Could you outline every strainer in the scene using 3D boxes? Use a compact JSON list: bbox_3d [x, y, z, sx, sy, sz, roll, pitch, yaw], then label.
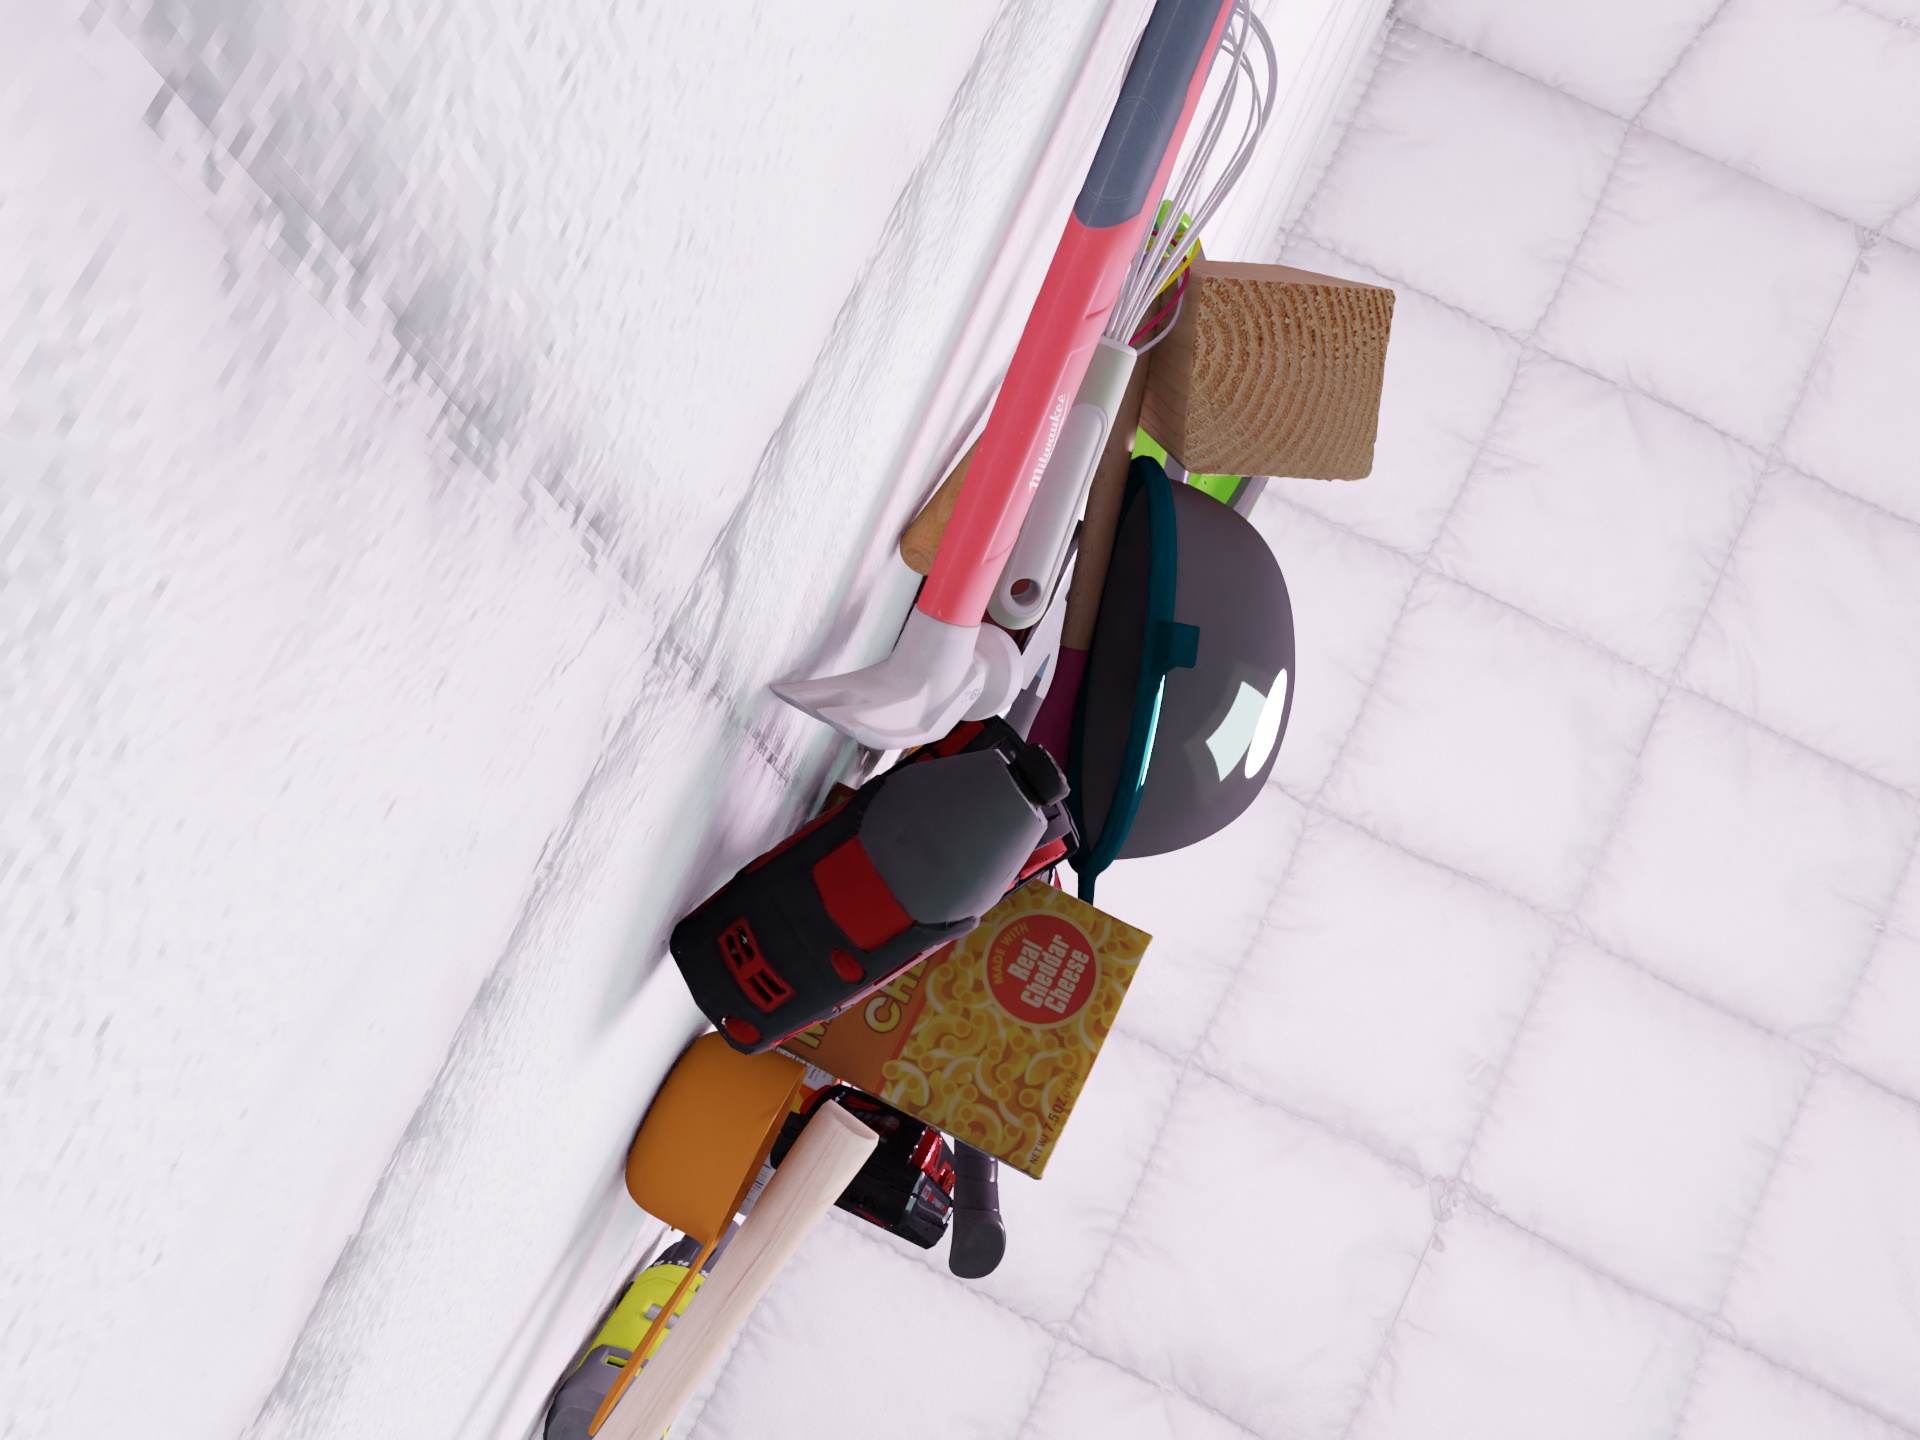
[{"bbox_3d":[0.117,-0.064,0.844,0.341,0.095,0.210,-86,-174,-48],"label":"strainer"}]

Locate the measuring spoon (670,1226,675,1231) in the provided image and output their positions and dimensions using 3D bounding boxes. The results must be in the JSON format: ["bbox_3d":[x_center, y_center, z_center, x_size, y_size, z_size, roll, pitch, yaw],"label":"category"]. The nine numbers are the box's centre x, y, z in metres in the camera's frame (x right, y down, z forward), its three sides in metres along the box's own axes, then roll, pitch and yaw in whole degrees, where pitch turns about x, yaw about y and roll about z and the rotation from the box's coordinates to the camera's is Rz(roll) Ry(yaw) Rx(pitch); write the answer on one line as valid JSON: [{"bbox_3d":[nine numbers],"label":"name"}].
[{"bbox_3d":[-0.155,0.268,0.988,0.117,0.011,0.021,-61,176,9],"label":"measuring spoon"}]

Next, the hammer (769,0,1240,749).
[{"bbox_3d":[0.046,-0.170,0.513,0.143,0.038,0.386,-13,128,-67],"label":"hammer"}]

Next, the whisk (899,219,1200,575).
[{"bbox_3d":[0.042,-0.144,0.665,0.245,0.047,0.051,-56,155,-35],"label":"whisk"}]

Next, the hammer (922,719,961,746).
[{"bbox_3d":[-0.001,-0.003,0.845,0.149,0.036,0.408,-46,158,-71],"label":"hammer"}]

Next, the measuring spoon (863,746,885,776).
[{"bbox_3d":[-0.043,0.009,0.776,0.034,0.018,0.124,-58,-179,-15],"label":"measuring spoon"}]

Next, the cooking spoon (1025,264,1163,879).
[{"bbox_3d":[0.061,-0.061,0.781,0.068,0.017,0.319,-14,116,-66],"label":"cooking spoon"}]

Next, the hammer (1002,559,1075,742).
[{"bbox_3d":[0.063,-0.039,1.160,0.128,0.033,0.331,-62,177,-19],"label":"hammer"}]

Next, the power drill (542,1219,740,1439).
[{"bbox_3d":[-0.196,0.416,0.930,0.190,0.080,0.228,-52,165,-69],"label":"power drill"}]

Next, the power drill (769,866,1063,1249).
[{"bbox_3d":[-0.012,0.149,0.843,0.227,0.080,0.187,-64,161,-20],"label":"power drill"}]

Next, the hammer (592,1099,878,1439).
[{"bbox_3d":[-0.169,0.350,0.714,0.410,0.038,0.146,-55,175,-1],"label":"hammer"}]

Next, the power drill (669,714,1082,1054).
[{"bbox_3d":[-0.017,0.052,0.613,0.143,0.078,0.219,-34,177,7],"label":"power drill"}]

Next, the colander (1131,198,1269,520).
[{"bbox_3d":[0.143,-0.248,1.089,0.204,0.094,0.396,-63,158,-5],"label":"colander"}]

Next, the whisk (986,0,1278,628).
[{"bbox_3d":[0.059,-0.150,0.601,0.059,0.057,0.246,-121,-131,-70],"label":"whisk"}]

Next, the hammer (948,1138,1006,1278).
[{"bbox_3d":[0.009,0.190,1.027,0.146,0.035,0.335,119,-21,-48],"label":"hammer"}]

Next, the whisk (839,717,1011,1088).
[{"bbox_3d":[-0.016,0.138,0.997,0.073,0.073,0.296,93,15,-79],"label":"whisk"}]

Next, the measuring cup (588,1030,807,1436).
[{"bbox_3d":[-0.128,0.211,0.679,0.174,0.052,0.095,-59,174,-33],"label":"measuring cup"}]

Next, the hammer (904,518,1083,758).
[{"bbox_3d":[0.004,-0.013,1.041,0.337,0.034,0.127,-59,174,-48],"label":"hammer"}]
